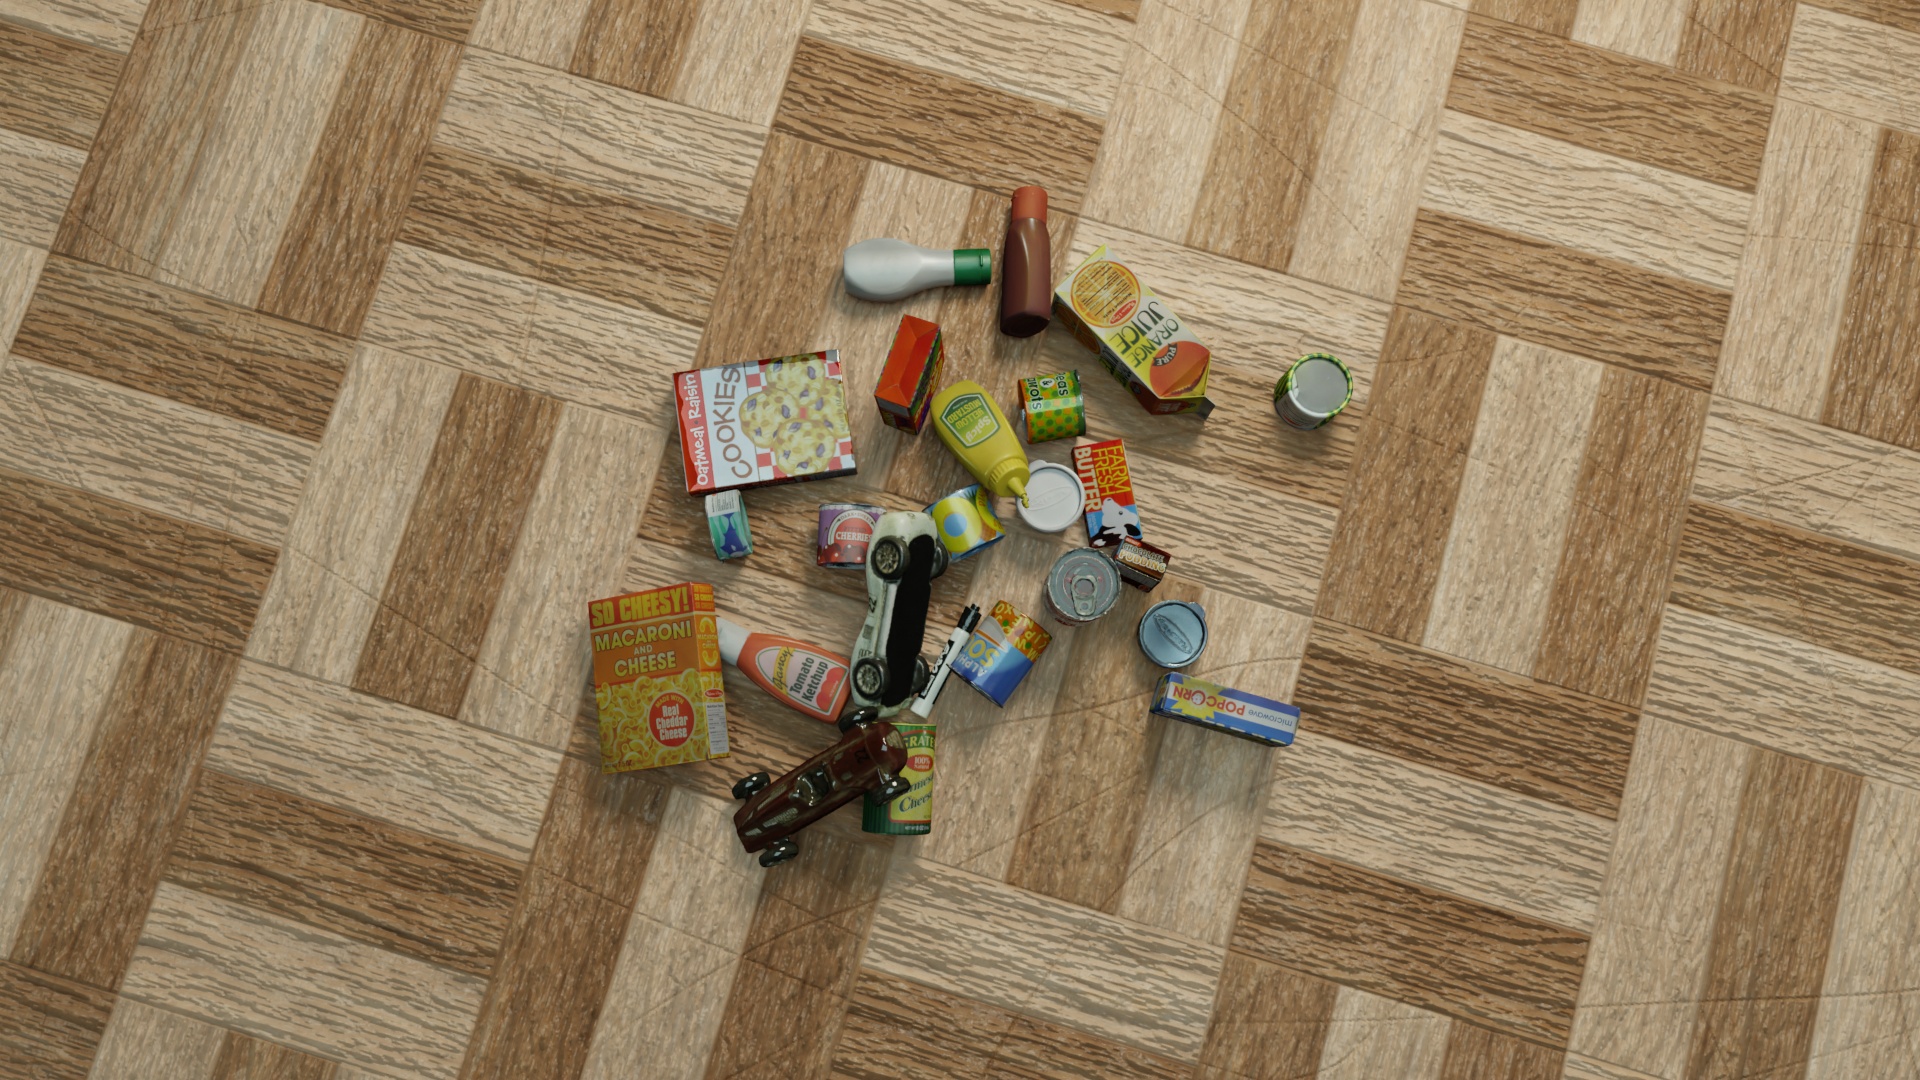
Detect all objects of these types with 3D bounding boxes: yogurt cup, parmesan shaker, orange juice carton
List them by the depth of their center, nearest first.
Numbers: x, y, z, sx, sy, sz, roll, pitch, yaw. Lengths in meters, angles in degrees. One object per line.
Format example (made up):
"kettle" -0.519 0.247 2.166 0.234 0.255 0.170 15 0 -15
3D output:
"parmesan shaker" -0.056 0.225 1.320 0.071 0.071 0.103 2 83 0
"yogurt cup" 0.086 -0.038 1.363 0.072 0.054 0.072 0 82 0
"orange juice carton" 0.181 -0.194 1.377 0.073 0.071 0.193 -43 84 -5

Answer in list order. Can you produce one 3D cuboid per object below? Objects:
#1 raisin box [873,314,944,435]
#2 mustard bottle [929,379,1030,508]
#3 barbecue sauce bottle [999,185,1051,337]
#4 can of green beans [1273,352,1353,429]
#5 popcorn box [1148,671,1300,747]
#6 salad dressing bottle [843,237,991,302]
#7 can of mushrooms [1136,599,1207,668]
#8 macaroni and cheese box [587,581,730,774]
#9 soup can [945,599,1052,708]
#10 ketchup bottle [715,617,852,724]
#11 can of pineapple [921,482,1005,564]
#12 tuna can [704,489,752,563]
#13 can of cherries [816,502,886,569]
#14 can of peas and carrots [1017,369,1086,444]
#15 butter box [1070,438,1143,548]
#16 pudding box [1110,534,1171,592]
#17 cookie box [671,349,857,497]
"raisin box" -0.047 -0.158 1.344 0.040 0.123 0.086 19 82 4
"mustard bottle" 0.028 -0.088 1.339 0.065 0.048 0.161 -33 54 -3
"barbecue sauce bottle" 0.067 -0.283 1.396 0.044 0.064 0.149 10 72 -23
"can of green beans" 0.350 -0.148 1.378 0.071 0.057 0.071 0 82 0
"popcorn box" 0.250 0.162 1.319 0.127 0.085 0.038 16 82 2
"salad dressing bottle" -0.043 -0.274 1.402 0.148 0.044 0.064 -2 80 -2
"can of mushrooms" 0.208 0.090 1.355 0.071 0.033 0.071 0 82 0
"macaroni and cheese box" -0.288 0.132 1.323 0.123 0.040 0.166 -11 81 22
"soup can" 0.037 0.107 1.334 0.071 0.071 0.084 36 83 4
"ketchup bottle" -0.175 0.121 1.344 0.149 0.043 0.065 24 80 4
"can of pineapple" 0.005 -0.017 1.353 0.071 0.071 0.058 -26 84 -4
"tuna can" -0.225 -0.013 1.352 0.033 0.071 0.071 -12 82 -3
"can of cherries" -0.106 -0.004 1.348 0.071 0.071 0.058 2 83 0
"can of peas and carrots" 0.089 -0.133 1.368 0.059 0.071 0.071 -9 82 -1
"butter box" 0.145 -0.046 1.379 0.053 0.024 0.103 -11 82 -2
"pudding box" 0.170 0.023 1.340 0.050 0.083 0.030 23 80 3
"cookie box" -0.195 -0.115 1.380 0.167 0.040 0.123 -9 82 -3
